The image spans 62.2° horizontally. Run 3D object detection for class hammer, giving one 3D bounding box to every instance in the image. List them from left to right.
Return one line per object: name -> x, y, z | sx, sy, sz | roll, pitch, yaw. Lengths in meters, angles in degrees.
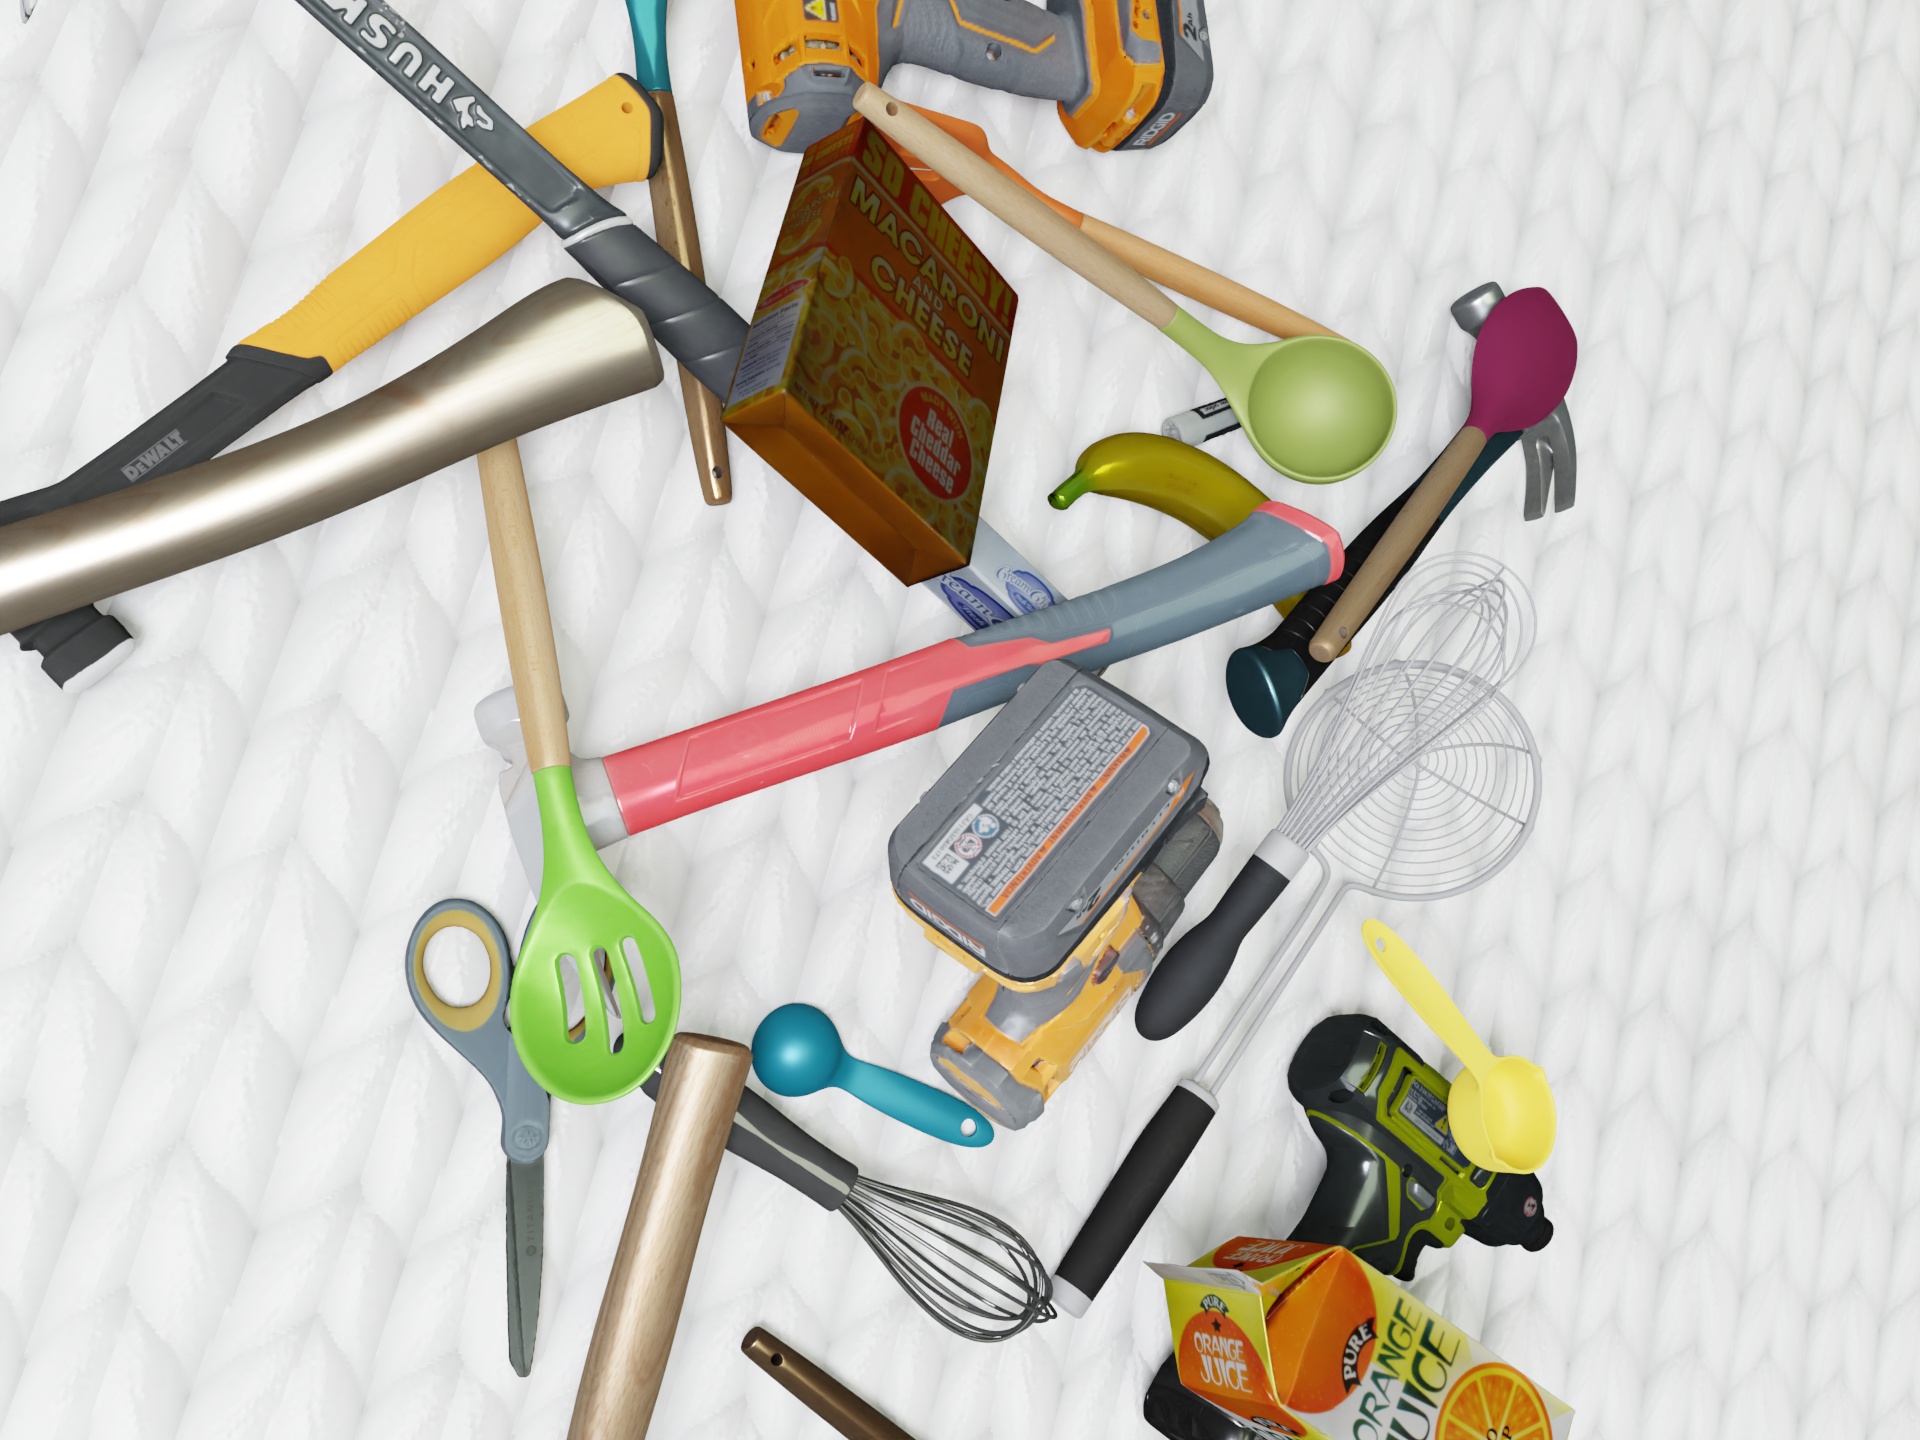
hammer -> -0.299, -0.058, 0.579 | 0.410, 0.038, 0.146 | -25, 101, -15
hammer -> -0.259, -0.164, 0.639 | 0.337, 0.034, 0.127 | -43, 103, -17
hammer -> -0.164, -0.206, 0.639 | 0.408, 0.036, 0.149 | 40, 78, -34
hammer -> -0.146, 0.291, 0.643 | 0.130, 0.031, 0.331 | 16, 84, -21
hammer -> -0.001, -0.002, 0.694 | 0.386, 0.038, 0.143 | -19, 81, -12
hammer -> 0.237, -0.105, 0.845 | 0.331, 0.033, 0.128 | -44, 105, -32

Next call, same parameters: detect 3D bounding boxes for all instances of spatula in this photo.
spatula -> -0.136, -0.255, 0.726 | 0.082, 0.044, 0.317 | -9, 93, -24
spatula -> 0.017, 0.375, 0.732 | 0.315, 0.018, 0.060 | 44, 70, -15
spatula -> 0.078, -0.234, 0.806 | 0.322, 0.081, 0.041 | 15, 57, -27

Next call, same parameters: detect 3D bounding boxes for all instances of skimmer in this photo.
skimmer -> 0.155, 0.130, 0.779 | 0.127, 0.090, 0.363 | 36, 72, 7

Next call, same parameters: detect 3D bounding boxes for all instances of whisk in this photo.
whisk -> -0.053, 0.205, 0.706 | 0.239, 0.055, 0.055 | 37, 71, -12
whisk -> 0.173, 0.038, 0.761 | 0.070, 0.070, 0.284 | 38, 91, -17

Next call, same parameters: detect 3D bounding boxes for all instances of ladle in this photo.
ladle -> 0.086, -0.207, 0.755 | 0.320, 0.062, 0.078 | 27, 83, -30

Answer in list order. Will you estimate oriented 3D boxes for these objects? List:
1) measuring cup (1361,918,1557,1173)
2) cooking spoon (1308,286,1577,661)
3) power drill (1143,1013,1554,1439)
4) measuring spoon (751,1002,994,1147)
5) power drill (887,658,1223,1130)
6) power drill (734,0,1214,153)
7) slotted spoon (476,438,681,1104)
measuring cup -> 0.237, 0.158, 0.783 | 0.156, 0.029, 0.062 | 51, 56, -9
cooking spoon -> 0.259, -0.134, 0.834 | 0.068, 0.017, 0.319 | 50, 58, -15
power drill -> 0.204, 0.285, 0.795 | 0.171, 0.080, 0.223 | 41, 67, -14
measuring spoon -> -0.035, 0.168, 0.726 | 0.128, 0.021, 0.042 | 28, 74, -18
power drill -> 0.055, 0.066, 0.684 | 0.084, 0.226, 0.185 | 33, 68, 22
power drill -> 0.000, -0.359, 0.767 | 0.226, 0.084, 0.164 | -6, 86, -21
slotted spoon -> -0.165, -0.005, 0.636 | 0.070, 0.031, 0.314 | -15, 78, 6
